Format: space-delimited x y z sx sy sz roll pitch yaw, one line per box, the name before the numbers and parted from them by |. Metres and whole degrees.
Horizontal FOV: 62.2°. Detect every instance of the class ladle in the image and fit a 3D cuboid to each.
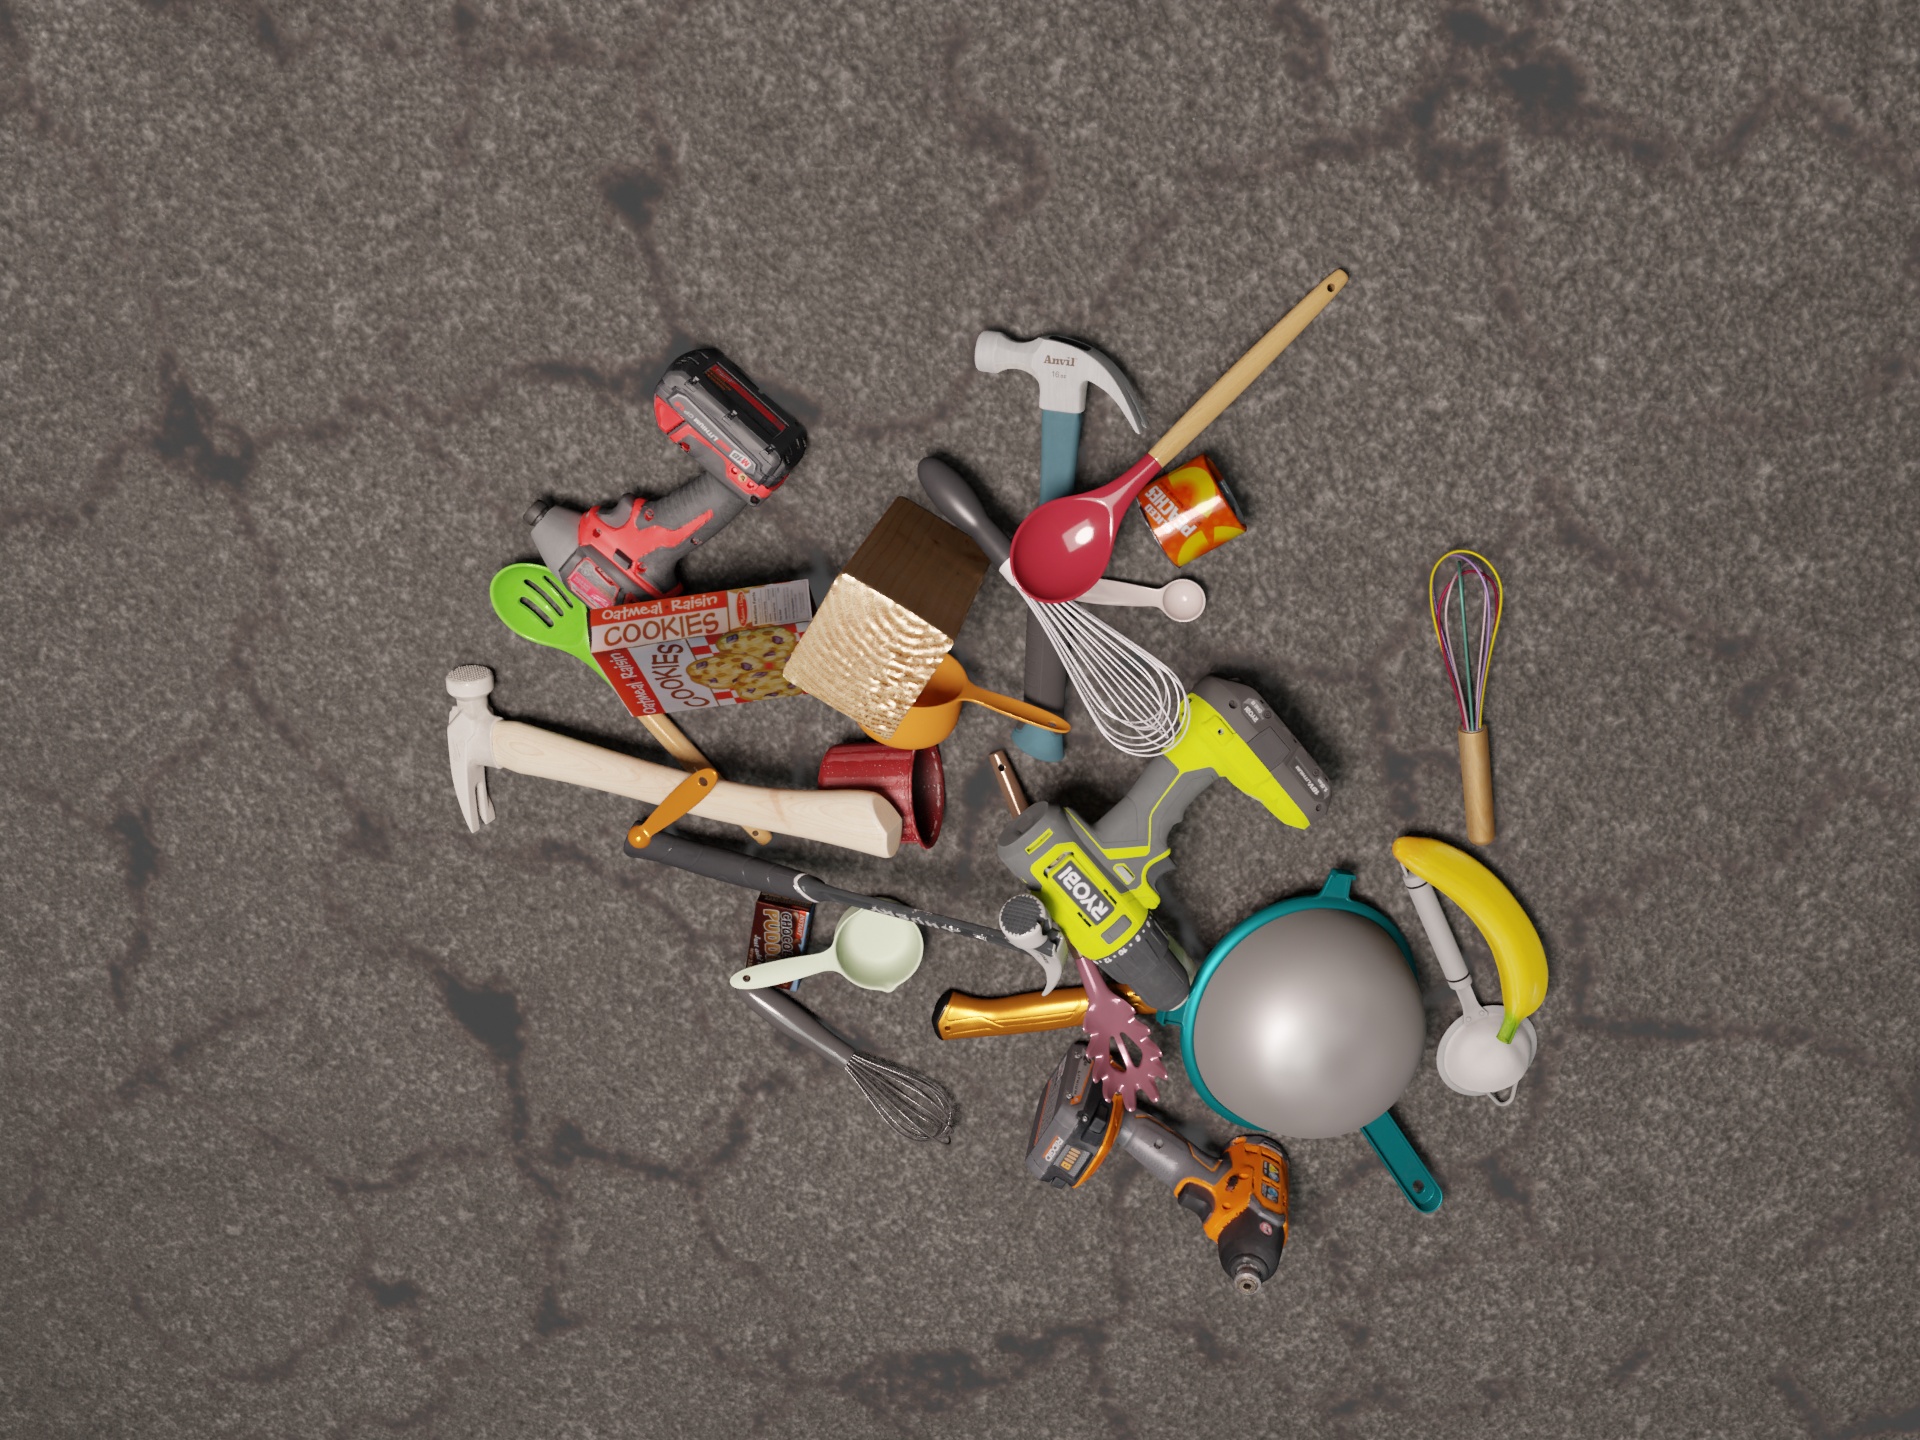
ladle | 0.155 -0.203 1.123 0.315 0.031 0.069 -44 101 4

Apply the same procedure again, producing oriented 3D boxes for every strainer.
strainer | 0.323 0.300 1.281 0.211 0.095 0.340 -37 111 -3
strainer | 0.409 0.219 1.296 0.087 0.050 0.258 -26 103 2

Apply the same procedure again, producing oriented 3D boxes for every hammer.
hammer | -0.239 0.061 1.287 0.411 0.038 0.146 12 116 20
hammer | 0.069 -0.123 1.206 0.128 0.033 0.330 10 115 16
hammer | 0.141 0.244 1.353 0.337 0.034 0.127 -9 110 13
hammer | -0.102 0.140 1.285 0.409 0.036 0.149 12 156 24

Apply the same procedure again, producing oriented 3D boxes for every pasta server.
pasta server | 0.090 0.170 1.304 0.060 0.040 0.316 -23 97 4

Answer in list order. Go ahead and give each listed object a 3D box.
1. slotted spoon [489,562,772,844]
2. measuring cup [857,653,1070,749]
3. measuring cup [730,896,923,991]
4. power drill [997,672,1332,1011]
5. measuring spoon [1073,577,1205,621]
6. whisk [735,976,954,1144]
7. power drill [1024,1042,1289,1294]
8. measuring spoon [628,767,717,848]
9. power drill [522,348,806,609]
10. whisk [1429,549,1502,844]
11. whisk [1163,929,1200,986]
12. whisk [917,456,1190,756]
slotted spoon | -0.265 -0.011 1.319 0.070 0.031 0.313 -36 104 21
measuring cup | -0.002 -0.004 1.240 0.173 0.095 0.052 19 127 5
measuring cup | -0.114 0.198 1.358 0.167 0.038 0.083 -14 106 2
power drill | 0.167 0.094 1.216 0.228 0.080 0.190 -42 102 -1
measuring spoon | 0.128 -0.100 1.225 0.124 0.018 0.034 8 115 14
whisk | -0.102 0.302 1.413 0.239 0.055 0.055 36 114 -2
power drill | 0.173 0.381 1.336 0.226 0.164 0.084 28 115 -1
measuring spoon | -0.229 0.070 1.259 0.117 0.011 0.021 -38 94 33
power drill | -0.233 -0.171 1.221 0.143 0.079 0.219 41 116 -9
whisk | 0.388 -0.013 1.200 0.047 0.051 0.244 -10 114 7
whisk | 0.152 0.172 1.282 0.059 0.058 0.246 -37 104 30
whisk | 0.062 -0.087 1.166 0.070 0.070 0.285 -45 80 22
